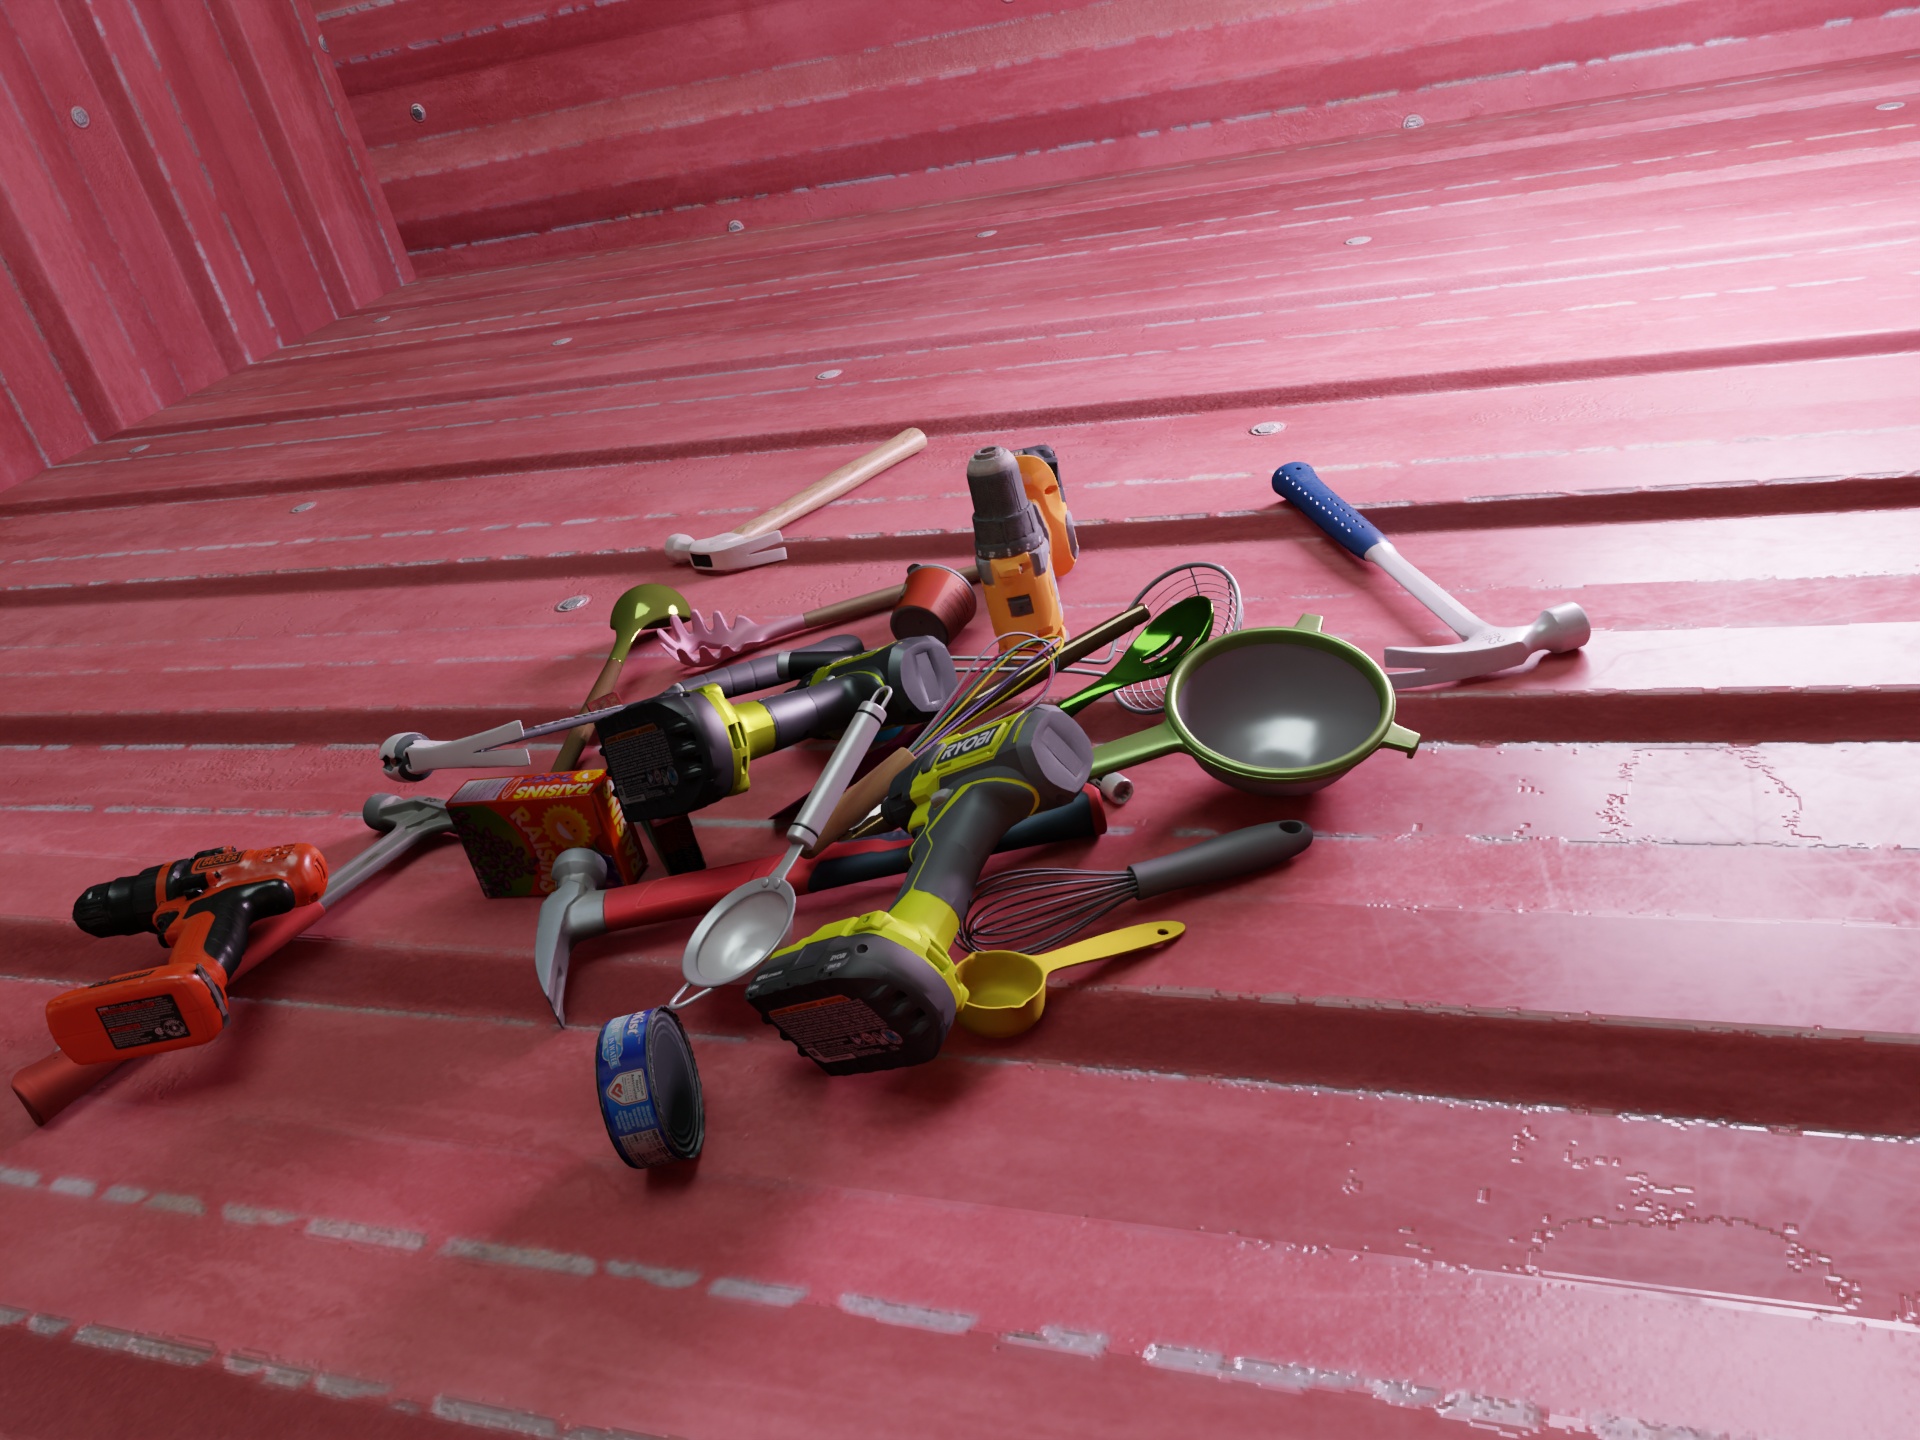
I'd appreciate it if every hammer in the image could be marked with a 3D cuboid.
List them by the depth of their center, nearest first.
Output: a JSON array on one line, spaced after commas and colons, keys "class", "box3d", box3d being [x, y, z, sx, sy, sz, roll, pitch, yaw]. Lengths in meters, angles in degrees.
[{"class": "hammer", "box3d": [-0.091, 0.109, 1.063, 0.386, 0.038, 0.143, -12, 36, 2]}, {"class": "hammer", "box3d": [-0.510, 0.165, 1.161, 0.149, 0.036, 0.359, 8, 36, 35]}, {"class": "hammer", "box3d": [-0.230, -0.018, 1.236, 0.149, 0.036, 0.409, -5, 9, 44]}, {"class": "hammer", "box3d": [0.342, -0.133, 1.302, 0.144, 0.035, 0.406, -16, 29, -4]}, {"class": "hammer", "box3d": [-0.157, -0.243, 1.727, 0.130, 0.031, 0.331, 15, 40, 42]}]

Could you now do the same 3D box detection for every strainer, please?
[{"class": "strainer", "box3d": [-0.103, 0.082, 1.018, 0.087, 0.050, 0.258, 2, 55, 46]}, {"class": "strainer", "box3d": [0.164, 0.023, 1.063, 0.256, 0.069, 0.152, -18, 43, -9]}]

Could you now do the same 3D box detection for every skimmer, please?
[{"class": "skimmer", "box3d": [0.031, -0.061, 1.218, 0.363, 0.090, 0.127, 0, 58, 8]}]

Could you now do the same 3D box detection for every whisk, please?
[{"class": "whisk", "box3d": [0.108, 0.100, 0.991, 0.239, 0.055, 0.055, -14, 28, -9]}, {"class": "whisk", "box3d": [-0.019, 0.014, 1.095, 0.245, 0.051, 0.047, -39, 52, -20]}]

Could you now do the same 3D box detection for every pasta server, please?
[{"class": "pasta server", "box3d": [-0.118, -0.104, 1.459, 0.316, 0.040, 0.060, -16, 41, -6]}]

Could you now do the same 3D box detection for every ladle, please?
[{"class": "ladle", "box3d": [-0.310, -0.024, 1.411, 0.078, 0.062, 0.320, -9, 36, 16]}]

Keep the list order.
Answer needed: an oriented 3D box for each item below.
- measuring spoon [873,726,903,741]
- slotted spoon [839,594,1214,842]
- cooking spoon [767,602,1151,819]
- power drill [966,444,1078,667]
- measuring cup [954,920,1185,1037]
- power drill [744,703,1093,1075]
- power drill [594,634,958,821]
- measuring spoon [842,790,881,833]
[{"class": "measuring spoon", "box3d": [-0.094, 0.005, 1.282, 0.129, 0.021, 0.042, -1, 31, 40]}, {"class": "slotted spoon", "box3d": [0.050, 0.007, 1.129, 0.314, 0.031, 0.070, -32, 26, -2]}, {"class": "cooking spoon", "box3d": [-0.002, -0.004, 1.169, 0.319, 0.017, 0.069, -29, 2, 3]}, {"class": "power drill", "box3d": [0.047, -0.165, 1.343, 0.084, 0.185, 0.226, -11, 26, 9]}, {"class": "measuring cup", "box3d": [0.066, 0.151, 0.946, 0.156, 0.029, 0.062, -13, 28, -22]}, {"class": "power drill", "box3d": [-0.027, 0.097, 0.949, 0.171, 0.080, 0.223, -22, 28, 47]}, {"class": "power drill", "box3d": [-0.138, 0.003, 1.142, 0.228, 0.080, 0.190, -19, 3, -39]}, {"class": "measuring spoon", "box3d": [-0.037, 0.065, 1.148, 0.124, 0.018, 0.034, -5, 54, 3]}]
